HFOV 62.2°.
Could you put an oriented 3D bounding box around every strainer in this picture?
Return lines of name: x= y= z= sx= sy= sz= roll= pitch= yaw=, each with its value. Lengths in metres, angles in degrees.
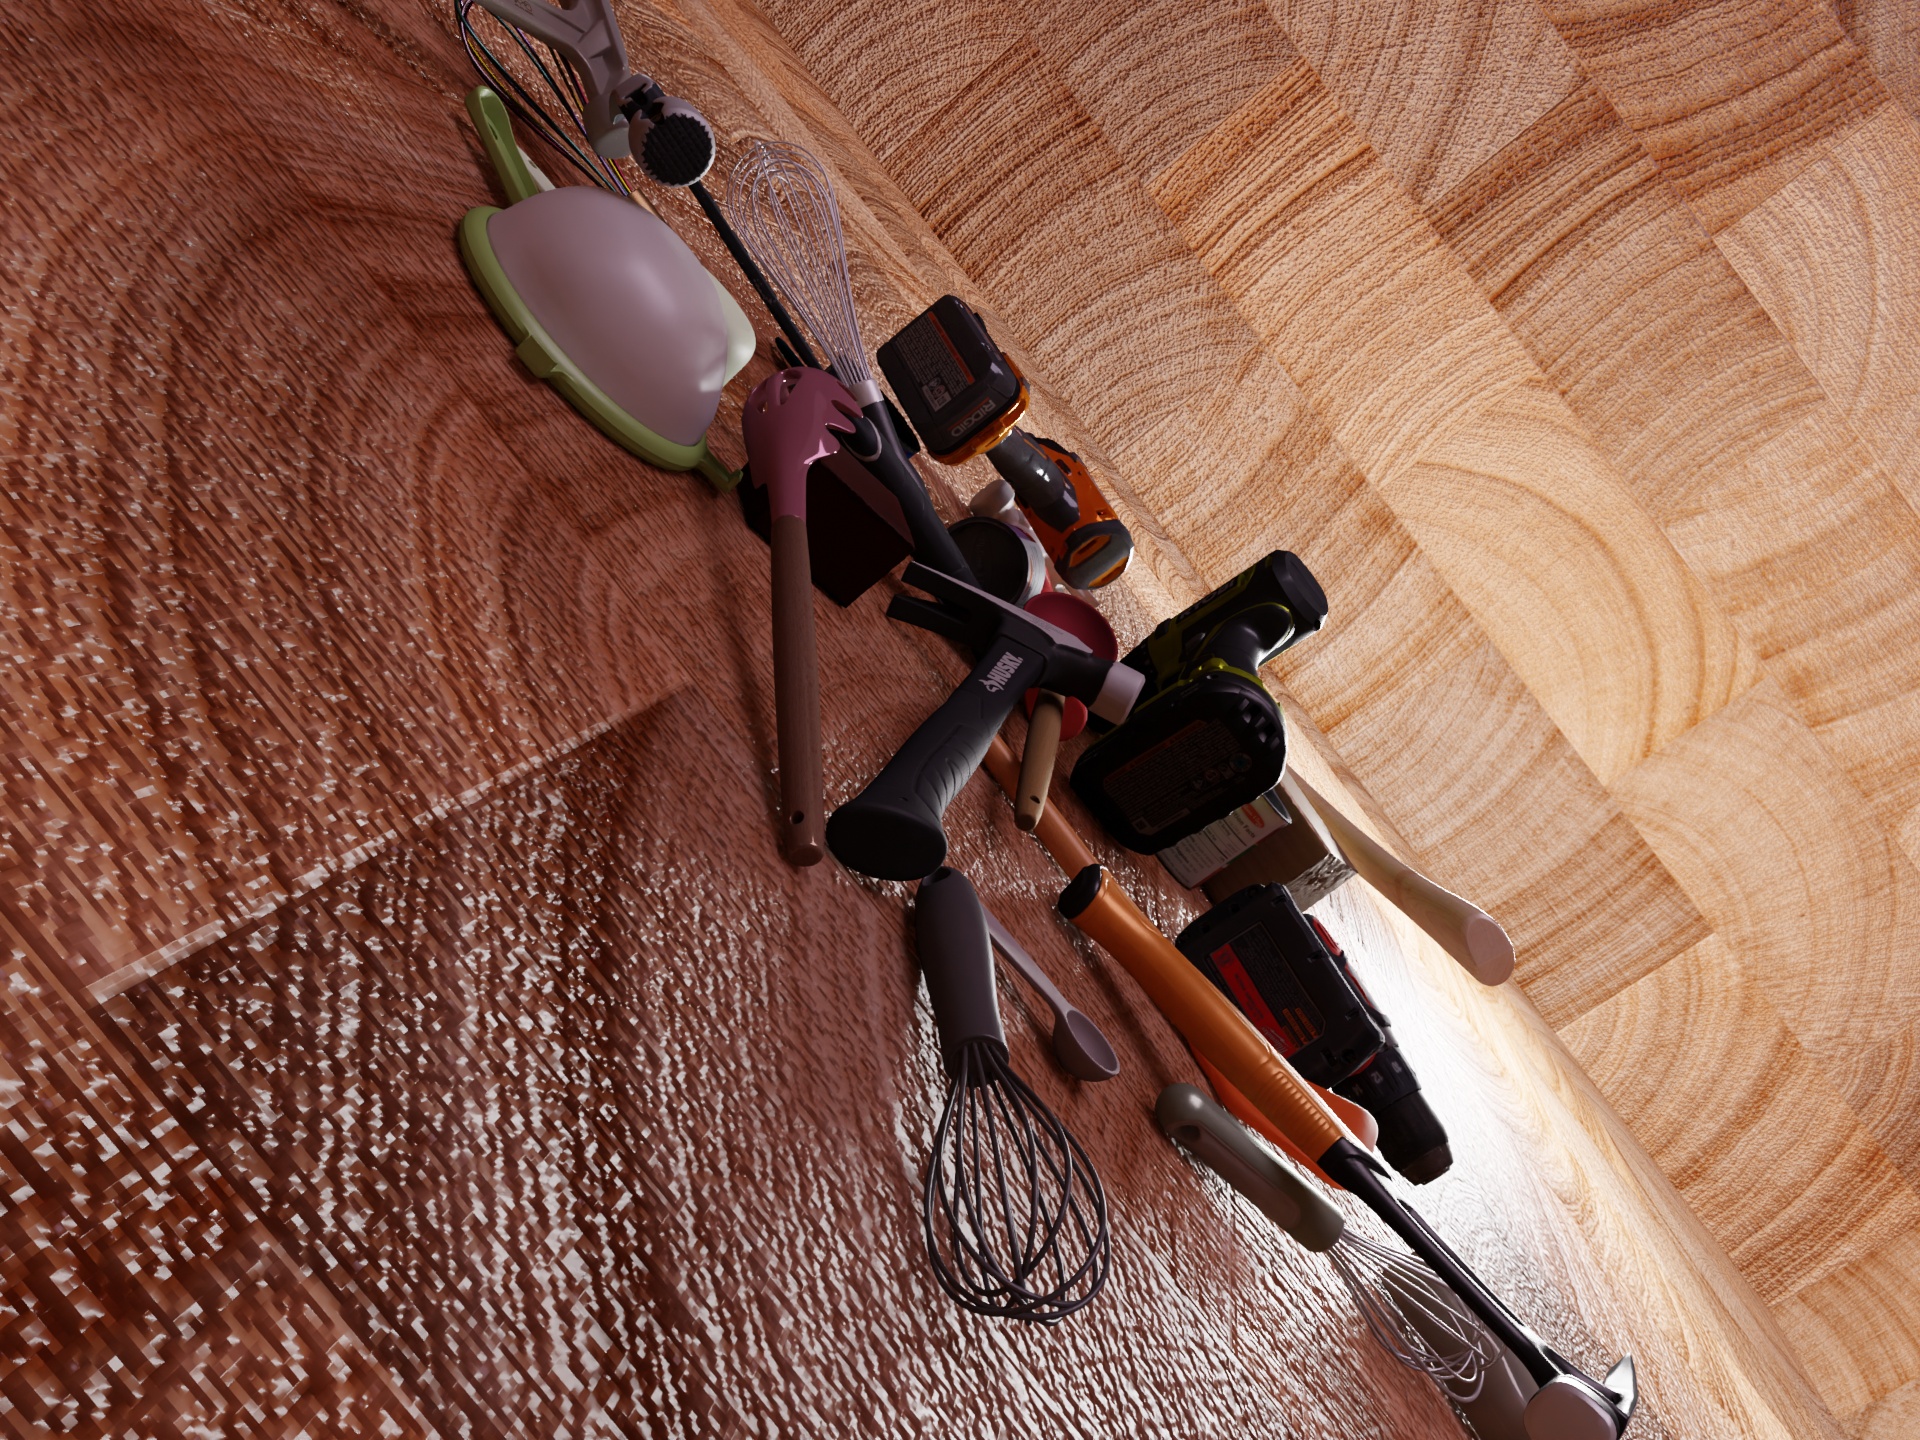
strainer: x=-0.174 y=-0.234 z=0.757 sx=0.151 sy=0.069 sz=0.257 roll=28 pitch=30 yaw=-59

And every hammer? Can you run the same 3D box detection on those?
hammer: x=0.291 y=0.091 z=1.237 sx=0.411 sy=0.038 sz=0.146 roll=50 pitch=-16 yaw=59
hammer: x=-0.067 y=-0.172 z=0.876 sx=0.408 sy=0.036 sz=0.149 roll=55 pitch=1 yaw=-39
hammer: x=0.168 y=0.190 z=0.738 sx=0.337 sy=0.034 sz=0.127 roll=45 pitch=10 yaw=27
hammer: x=0.069 y=-0.068 z=1.184 sx=0.143 sy=0.038 sz=0.387 roll=49 pitch=14 yaw=-20
hammer: x=-0.001 y=-0.002 z=0.752 sx=0.146 sy=0.035 sz=0.335 roll=28 pitch=21 yaw=4
hammer: x=-0.286 y=-0.390 z=0.749 sx=0.359 sy=0.036 sz=0.149 roll=4 pitch=64 yaw=-62

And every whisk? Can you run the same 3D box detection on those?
whisk: x=-0.208 y=-0.324 z=0.926 sx=0.244 sy=0.047 sz=0.051 roll=52 pitch=13 yaw=-17
whisk: x=0.008 y=0.113 z=0.542 sx=0.055 sy=0.055 sz=0.239 roll=46 pitch=12 yaw=-23
whisk: x=0.177 y=0.246 z=0.753 sx=0.246 sy=0.058 sz=0.059 roll=42 pitch=38 yaw=-20
whisk: x=-0.075 y=-0.241 z=1.034 sx=0.070 sy=0.070 sz=0.284 roll=-45 pitch=113 yaw=-76

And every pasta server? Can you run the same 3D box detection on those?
pasta server: x=-0.068 y=-0.060 z=0.678 sx=0.040 sy=0.060 sz=0.317 roll=54 pitch=19 yaw=-43

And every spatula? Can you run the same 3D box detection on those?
spatula: x=0.099 y=0.110 z=0.842 sx=0.323 sy=0.041 sz=0.081 roll=53 pitch=29 yaw=7

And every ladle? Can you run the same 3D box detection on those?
ladle: x=0.053 y=-0.009 z=0.912 sx=0.069 sy=0.031 sz=0.315 roll=28 pitch=23 yaw=-3

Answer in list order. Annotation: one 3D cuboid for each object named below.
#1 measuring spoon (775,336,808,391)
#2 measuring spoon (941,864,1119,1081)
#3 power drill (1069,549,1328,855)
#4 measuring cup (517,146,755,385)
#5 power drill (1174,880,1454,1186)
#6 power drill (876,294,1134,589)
measuring spoon: x=-0.111 y=-0.225 z=1.054 sx=0.042 sy=0.021 sz=0.129 roll=63 pitch=-4 yaw=-38
measuring spoon: x=0.020 y=0.105 z=0.671 sx=0.124 sy=0.018 sz=0.034 roll=48 pitch=13 yaw=10
power drill: x=0.146 y=-0.010 z=1.056 sx=0.080 sy=0.190 sz=0.229 roll=50 pitch=29 yaw=-12
measuring cup: x=-0.174 y=-0.255 z=0.867 sx=0.167 sy=0.038 sz=0.083 roll=48 pitch=15 yaw=-26
power drill: x=0.224 y=0.195 z=0.969 sx=0.188 sy=0.080 sz=0.226 roll=60 pitch=13 yaw=25
power drill: x=0.035 y=-0.210 z=1.191 sx=0.226 sy=0.084 sz=0.164 roll=41 pitch=17 yaw=-46
